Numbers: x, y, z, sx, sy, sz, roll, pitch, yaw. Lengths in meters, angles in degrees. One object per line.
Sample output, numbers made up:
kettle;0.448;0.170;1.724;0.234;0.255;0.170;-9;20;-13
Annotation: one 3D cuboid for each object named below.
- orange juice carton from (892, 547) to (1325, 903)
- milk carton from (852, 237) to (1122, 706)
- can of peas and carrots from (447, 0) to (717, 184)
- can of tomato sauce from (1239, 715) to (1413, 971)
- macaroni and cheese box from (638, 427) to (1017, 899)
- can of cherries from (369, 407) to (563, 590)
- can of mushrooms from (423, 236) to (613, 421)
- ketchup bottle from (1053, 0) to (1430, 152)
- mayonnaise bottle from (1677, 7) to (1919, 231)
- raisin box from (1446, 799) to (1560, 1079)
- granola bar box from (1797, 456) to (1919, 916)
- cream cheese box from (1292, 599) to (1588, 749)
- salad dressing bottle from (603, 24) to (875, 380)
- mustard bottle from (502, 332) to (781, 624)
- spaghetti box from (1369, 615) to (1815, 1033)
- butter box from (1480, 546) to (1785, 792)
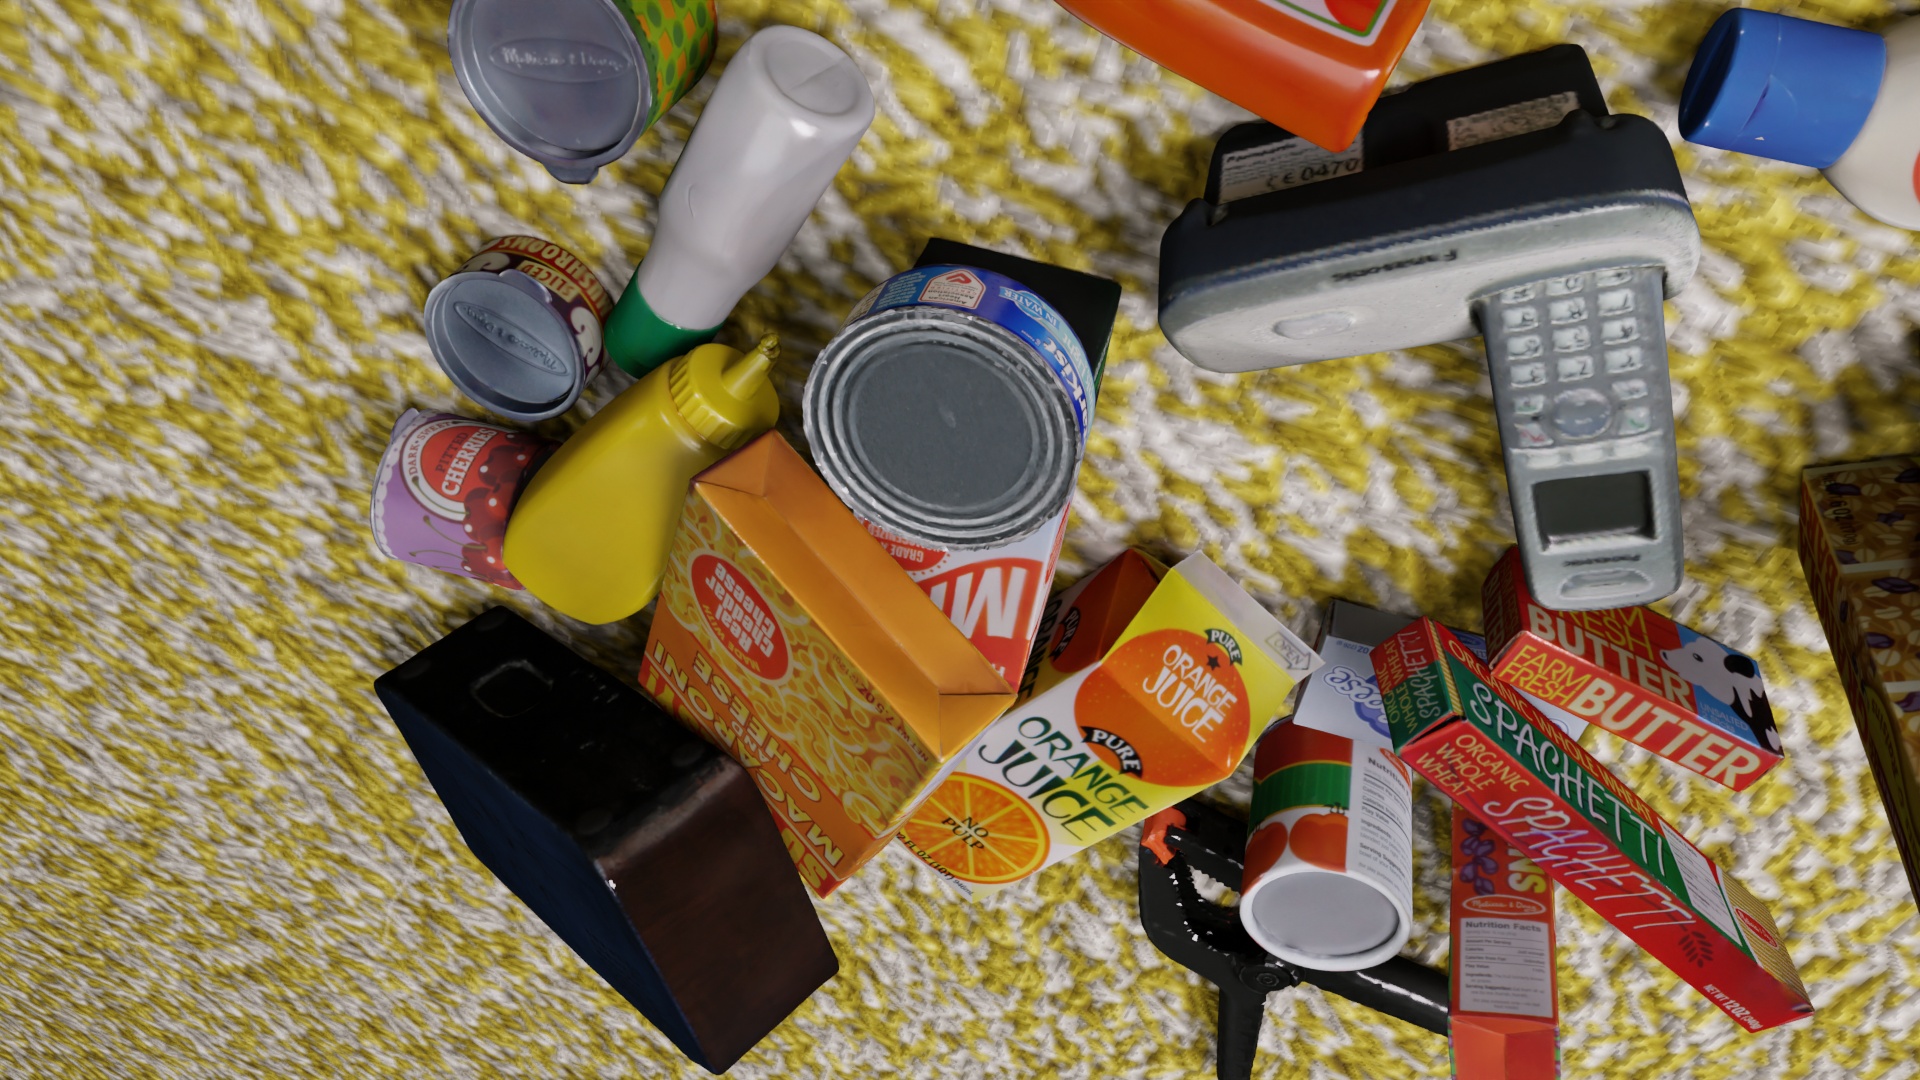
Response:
orange juice carton;0.049;0.070;0.566;0.071;0.073;0.192;42;128;-16
milk carton;0.002;-0.007;0.520;0.073;0.073;0.189;15;131;6
can of peas and carrots;-0.118;-0.159;0.445;0.071;0.059;0.070;9;130;11
can of tomato sauce;0.149;0.123;0.569;0.071;0.083;0.070;9;129;11
macaroni and cheese box;-0.058;0.054;0.512;0.124;0.040;0.165;47;148;10
can of cherries;-0.202;-0.018;0.580;0.058;0.072;0.071;14;131;7
can of mushrooms;-0.169;-0.084;0.540;0.071;0.034;0.070;9;130;12
ketchup bottle;0.054;-0.164;0.386;0.149;0.065;0.043;28;144;6
mayonnaise bottle;0.274;-0.108;0.370;0.148;0.041;0.064;14;132;6
raisin box;0.216;0.162;0.552;0.040;0.124;0.085;-3;126;22
granola bar box;0.320;0.034;0.387;0.124;0.166;0.039;-4;125;21
cream cheese box;0.188;0.061;0.546;0.104;0.024;0.053;14;132;7
salad dressing bottle;-0.082;-0.108;0.477;0.044;0.064;0.147;43;136;-3
mustard bottle;-0.109;-0.028;0.514;0.065;0.049;0.159;38;127;-19
spaghetti box;0.242;0.113;0.524;0.250;0.050;0.028;36;124;-25
butter box;0.238;0.045;0.498;0.103;0.053;0.024;25;129;-3
